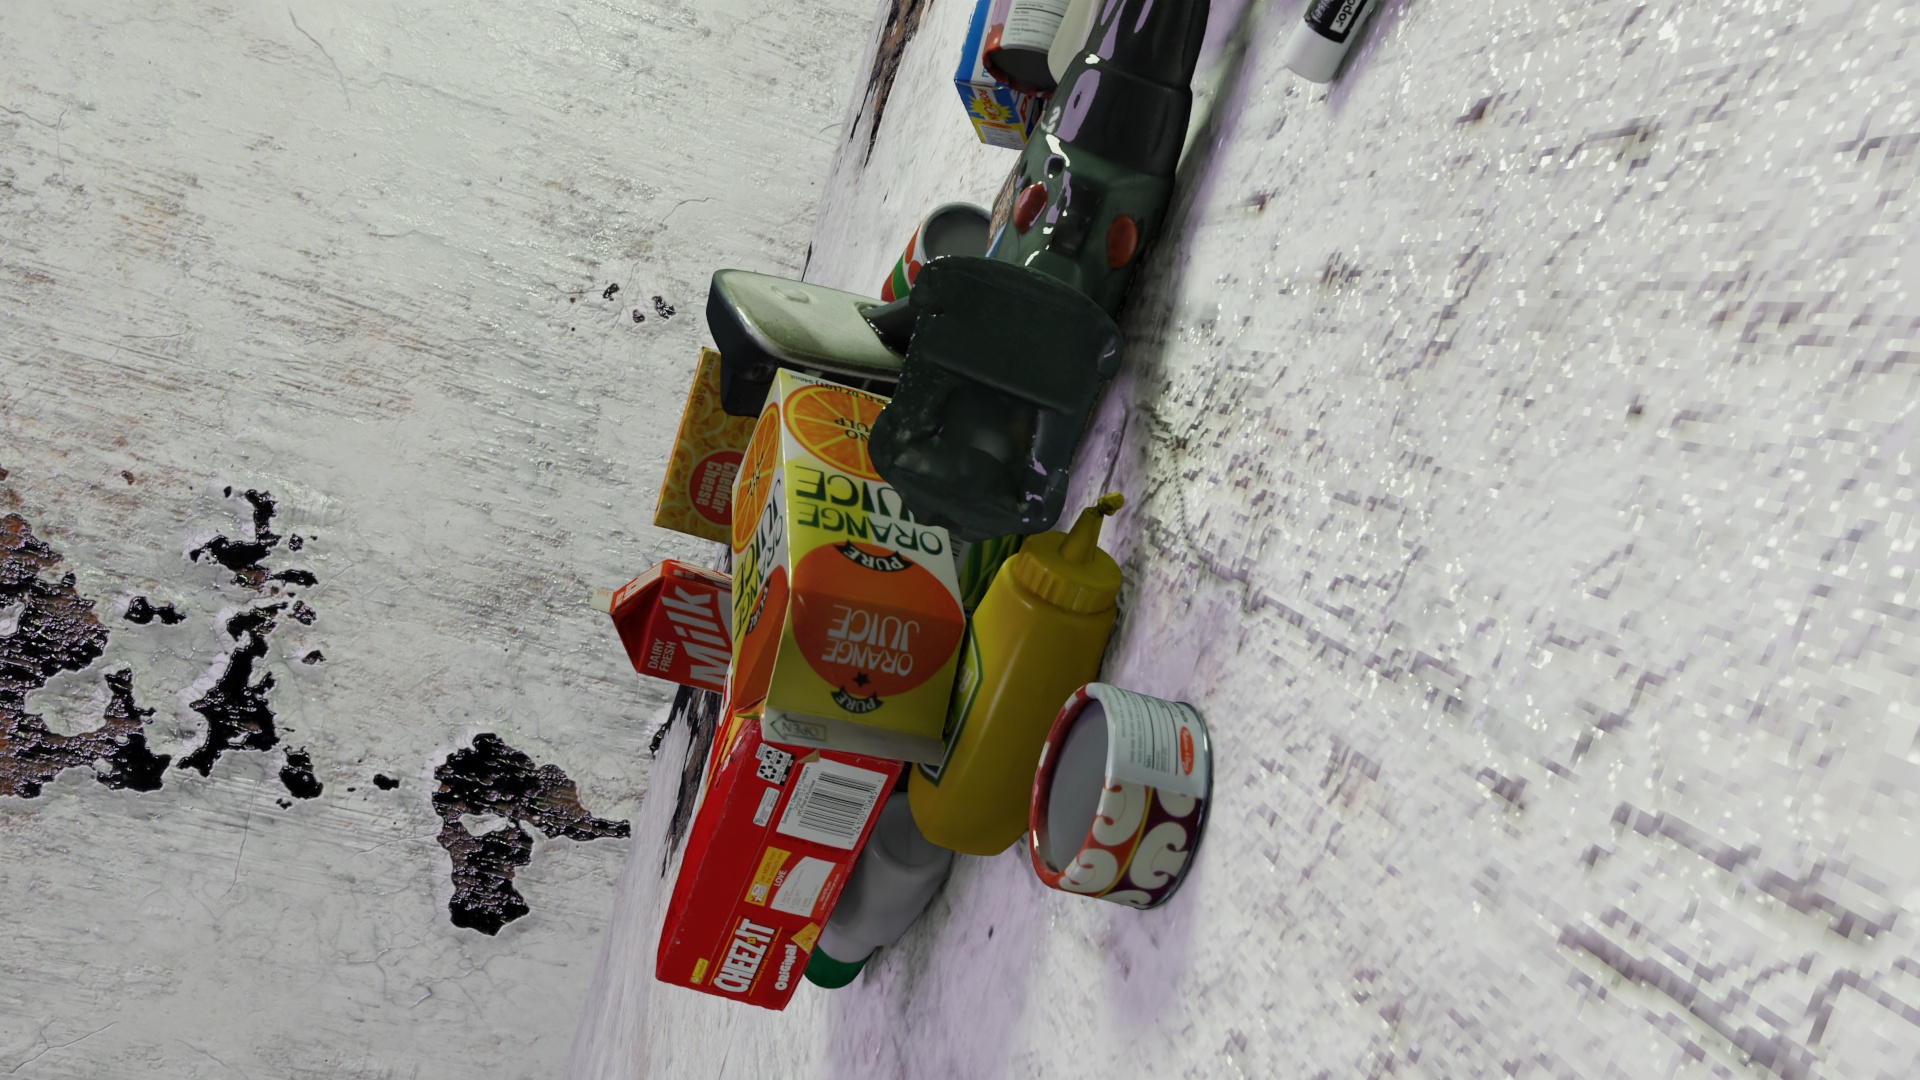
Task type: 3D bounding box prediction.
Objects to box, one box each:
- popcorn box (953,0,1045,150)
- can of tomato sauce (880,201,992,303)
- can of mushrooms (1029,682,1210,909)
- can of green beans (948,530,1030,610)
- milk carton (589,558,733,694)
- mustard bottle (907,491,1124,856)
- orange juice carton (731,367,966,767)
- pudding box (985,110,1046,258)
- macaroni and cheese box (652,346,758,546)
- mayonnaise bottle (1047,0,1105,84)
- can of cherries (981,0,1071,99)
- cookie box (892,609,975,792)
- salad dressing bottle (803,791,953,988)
[{"bbox_3d":[0.036,-0.323,0.875,0.085,0.038,0.127,40,-117,-73],"label":"popcorn box"},{"bbox_3d":[-0.008,-0.168,0.883,0.082,0.071,0.071,138,146,-65],"label":"can of tomato sauce"},{"bbox_3d":[0.048,0.081,0.435,0.071,0.033,0.071,-163,89,-76],"label":"can of mushrooms"},{"bbox_3d":[0.001,-0.008,0.658,0.071,0.071,0.057,-107,36,-67],"label":"can of green beans"},{"bbox_3d":[-0.165,0.065,0.978,0.072,0.191,0.073,-144,71,-76],"label":"milk carton"},{"bbox_3d":[0.025,0.046,0.534,0.065,0.049,0.159,-105,33,-59],"label":"mustard bottle"},{"bbox_3d":[-0.050,0.016,0.575,0.193,0.072,0.072,-102,32,-50],"label":"orange juice carton"},{"bbox_3d":[0.043,-0.194,0.784,0.083,0.030,0.050,127,154,-58],"label":"pudding box"},{"bbox_3d":[-0.111,-0.049,0.945,0.040,0.166,0.123,-135,62,-75],"label":"macaroni and cheese box"},{"bbox_3d":[0.090,-0.295,0.690,0.065,0.041,0.147,-92,24,-50],"label":"mayonnaise bottle"},{"bbox_3d":[0.050,-0.292,0.795,0.071,0.071,0.058,173,111,-76],"label":"can of cherries"},{"bbox_3d":[-0.033,0.070,0.765,0.123,0.040,0.167,-165,92,-77],"label":"cookie box"},{"bbox_3d":[-0.047,0.178,0.689,0.146,0.044,0.064,119,160,-47],"label":"salad dressing bottle"}]
